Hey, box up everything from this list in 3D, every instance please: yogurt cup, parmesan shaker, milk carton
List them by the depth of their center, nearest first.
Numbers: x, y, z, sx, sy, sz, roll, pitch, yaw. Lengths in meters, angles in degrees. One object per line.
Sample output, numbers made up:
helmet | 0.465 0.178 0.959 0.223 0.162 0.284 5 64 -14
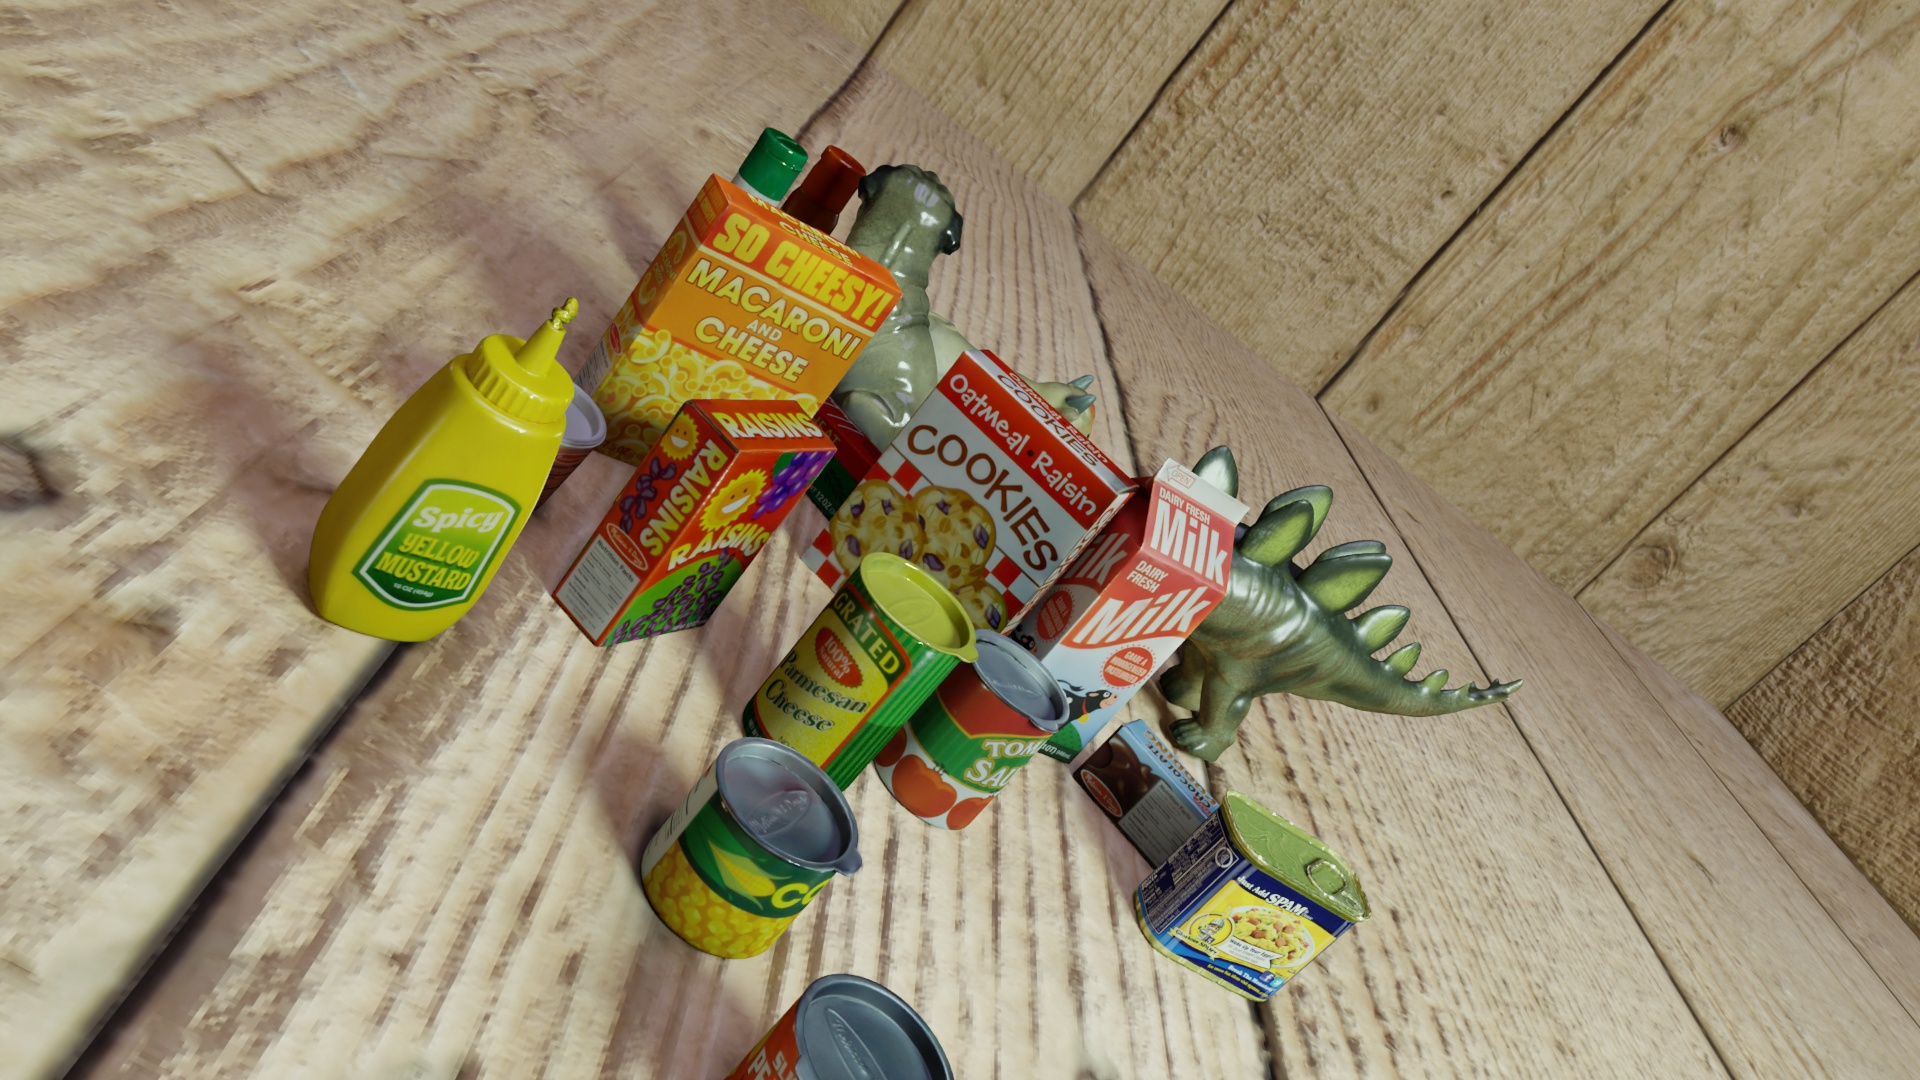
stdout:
parmesan shaker | -0.048 0.067 0.662 0.071 0.102 0.071 34 21 -15
yogurt cup | -0.217 -0.051 0.685 0.072 0.053 0.073 34 21 -15
milk carton | 0.087 0.036 0.828 0.072 0.190 0.074 27 24 -31

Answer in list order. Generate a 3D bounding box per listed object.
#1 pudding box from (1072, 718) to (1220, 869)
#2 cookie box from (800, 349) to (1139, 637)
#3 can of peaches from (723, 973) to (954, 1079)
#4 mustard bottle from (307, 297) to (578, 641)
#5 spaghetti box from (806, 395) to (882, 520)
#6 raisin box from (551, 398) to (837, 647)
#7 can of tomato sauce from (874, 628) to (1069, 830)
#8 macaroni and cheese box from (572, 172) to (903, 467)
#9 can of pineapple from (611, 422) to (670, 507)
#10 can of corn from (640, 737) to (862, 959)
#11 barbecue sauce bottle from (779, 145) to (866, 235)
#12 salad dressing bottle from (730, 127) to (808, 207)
pudding box | 0.115 0.154 0.834 0.084 0.049 0.030 47 22 19
cookie box | 0.003 -0.010 0.813 0.123 0.167 0.040 44 21 12
can of peaches | -0.046 0.193 0.472 0.071 0.058 0.071 34 21 -15
mustard bottle | -0.192 -0.030 0.536 0.065 0.159 0.049 19 28 -43
spaghetti box | -0.104 -0.074 0.928 0.250 0.050 0.029 48 22 20
raisin box | -0.125 -0.010 0.660 0.040 0.123 0.086 46 21 16
can of tomato sauce | 0.006 0.099 0.715 0.071 0.083 0.071 34 21 -15
macaroni and cheese box | -0.131 -0.109 0.789 0.123 0.166 0.040 22 27 -39
can of pineapple | -0.145 -0.021 0.742 0.071 0.057 0.071 34 21 -15
can of corn | -0.082 0.124 0.551 0.071 0.058 0.071 34 21 -15
barbecue sauce bottle | -0.129 -0.234 1.074 0.043 0.148 0.065 34 21 -14
salad dressing bottle | -0.164 -0.226 0.999 0.044 0.147 0.064 45 21 14
